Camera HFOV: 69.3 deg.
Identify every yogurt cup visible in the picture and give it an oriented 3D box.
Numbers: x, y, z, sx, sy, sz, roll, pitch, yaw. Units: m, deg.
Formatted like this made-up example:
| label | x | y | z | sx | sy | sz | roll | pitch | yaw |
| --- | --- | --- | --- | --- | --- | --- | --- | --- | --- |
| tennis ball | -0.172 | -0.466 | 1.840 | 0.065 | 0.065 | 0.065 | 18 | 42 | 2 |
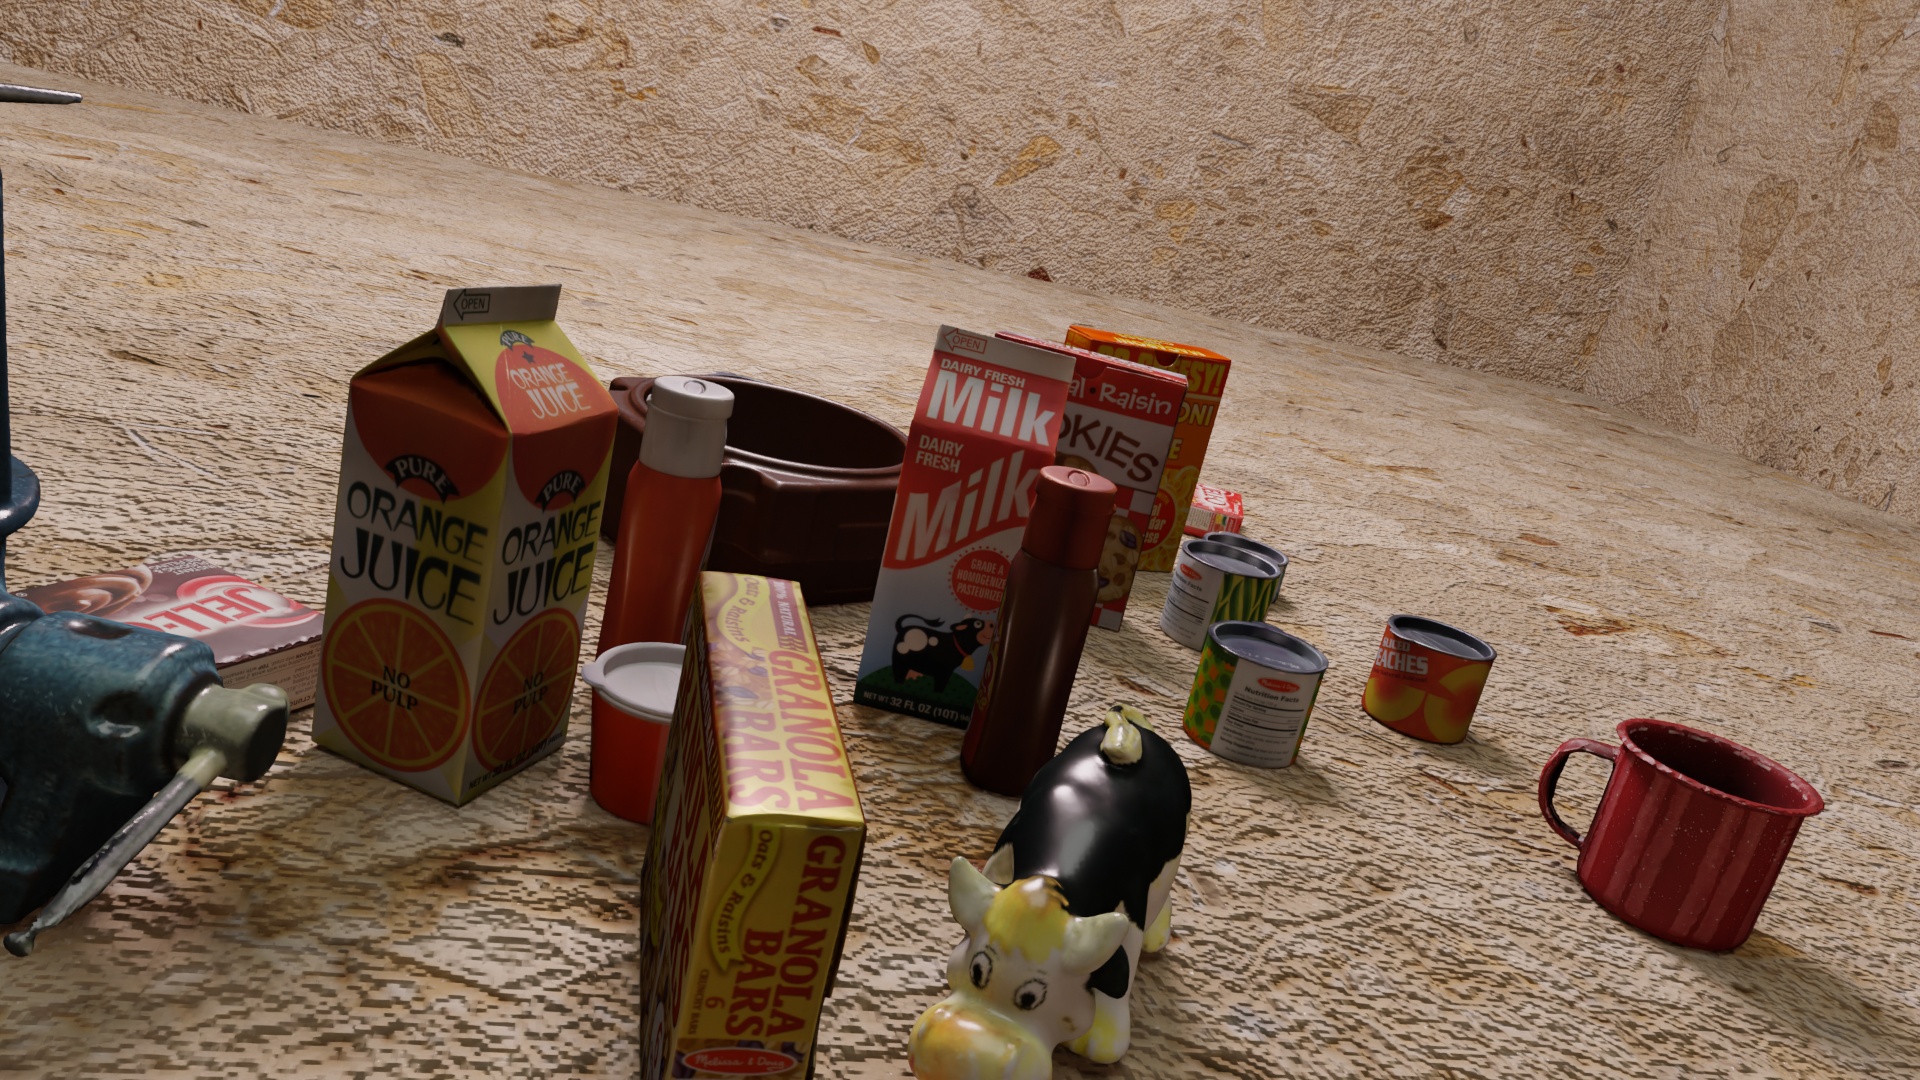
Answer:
| label | x | y | z | sx | sy | sz | roll | pitch | yaw |
| --- | --- | --- | --- | --- | --- | --- | --- | --- | --- |
| yogurt cup | -0.118 | 0.079 | 0.562 | 0.072 | 0.053 | 0.072 | 13 | 17 | -4 |

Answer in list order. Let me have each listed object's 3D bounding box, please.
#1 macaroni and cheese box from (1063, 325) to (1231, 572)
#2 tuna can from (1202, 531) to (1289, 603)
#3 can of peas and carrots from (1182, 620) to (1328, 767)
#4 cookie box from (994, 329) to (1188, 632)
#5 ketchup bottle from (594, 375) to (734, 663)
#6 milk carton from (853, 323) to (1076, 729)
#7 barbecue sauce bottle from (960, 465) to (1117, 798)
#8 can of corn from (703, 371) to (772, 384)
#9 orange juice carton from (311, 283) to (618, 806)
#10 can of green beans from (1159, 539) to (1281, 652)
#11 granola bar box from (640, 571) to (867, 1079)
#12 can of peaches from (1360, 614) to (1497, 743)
| label | x | y | z | sx | sy | sz | roll | pitch | yaw |
| --- | --- | --- | --- | --- | --- | --- | --- | --- | --- |
| macaroni and cheese box | 0.118 | -0.063 | 1.005 | 0.124 | 0.166 | 0.040 | 4 | 19 | -29 |
| tuna can | 0.209 | 0.020 | 1.042 | 0.071 | 0.032 | 0.071 | 13 | 17 | -4 |
| can of peas and carrots | 0.160 | 0.082 | 0.759 | 0.071 | 0.058 | 0.071 | 13 | 17 | -4 |
| cookie box | 0.063 | -0.038 | 0.883 | 0.123 | 0.166 | 0.040 | 15 | 16 | 3 |
| ketchup bottle | -0.136 | 0.000 | 0.637 | 0.043 | 0.148 | 0.065 | 10 | 17 | -11 |
| milk carton | 0.003 | -0.009 | 0.702 | 0.072 | 0.189 | 0.074 | 14 | 16 | 1 |
| barbecue sauce bottle | 0.037 | 0.041 | 0.643 | 0.044 | 0.148 | 0.065 | 14 | 16 | 1 |
| can of corn | -0.170 | -0.091 | 1.056 | 0.071 | 0.058 | 0.071 | 13 | 17 | -4 |
| orange juice carton | -0.189 | -0.005 | 0.539 | 0.073 | 0.192 | 0.072 | 18 | 17 | 15 |
| can of green beans | 0.170 | 0.038 | 0.910 | 0.071 | 0.057 | 0.071 | 13 | 17 | -4 |
| granola bar box | -0.069 | 0.096 | 0.425 | 0.039 | 0.123 | 0.166 | 9 | 17 | -16 |
| can of peaches | 0.284 | 0.084 | 0.851 | 0.071 | 0.058 | 0.071 | 13 | 17 | -4 |
